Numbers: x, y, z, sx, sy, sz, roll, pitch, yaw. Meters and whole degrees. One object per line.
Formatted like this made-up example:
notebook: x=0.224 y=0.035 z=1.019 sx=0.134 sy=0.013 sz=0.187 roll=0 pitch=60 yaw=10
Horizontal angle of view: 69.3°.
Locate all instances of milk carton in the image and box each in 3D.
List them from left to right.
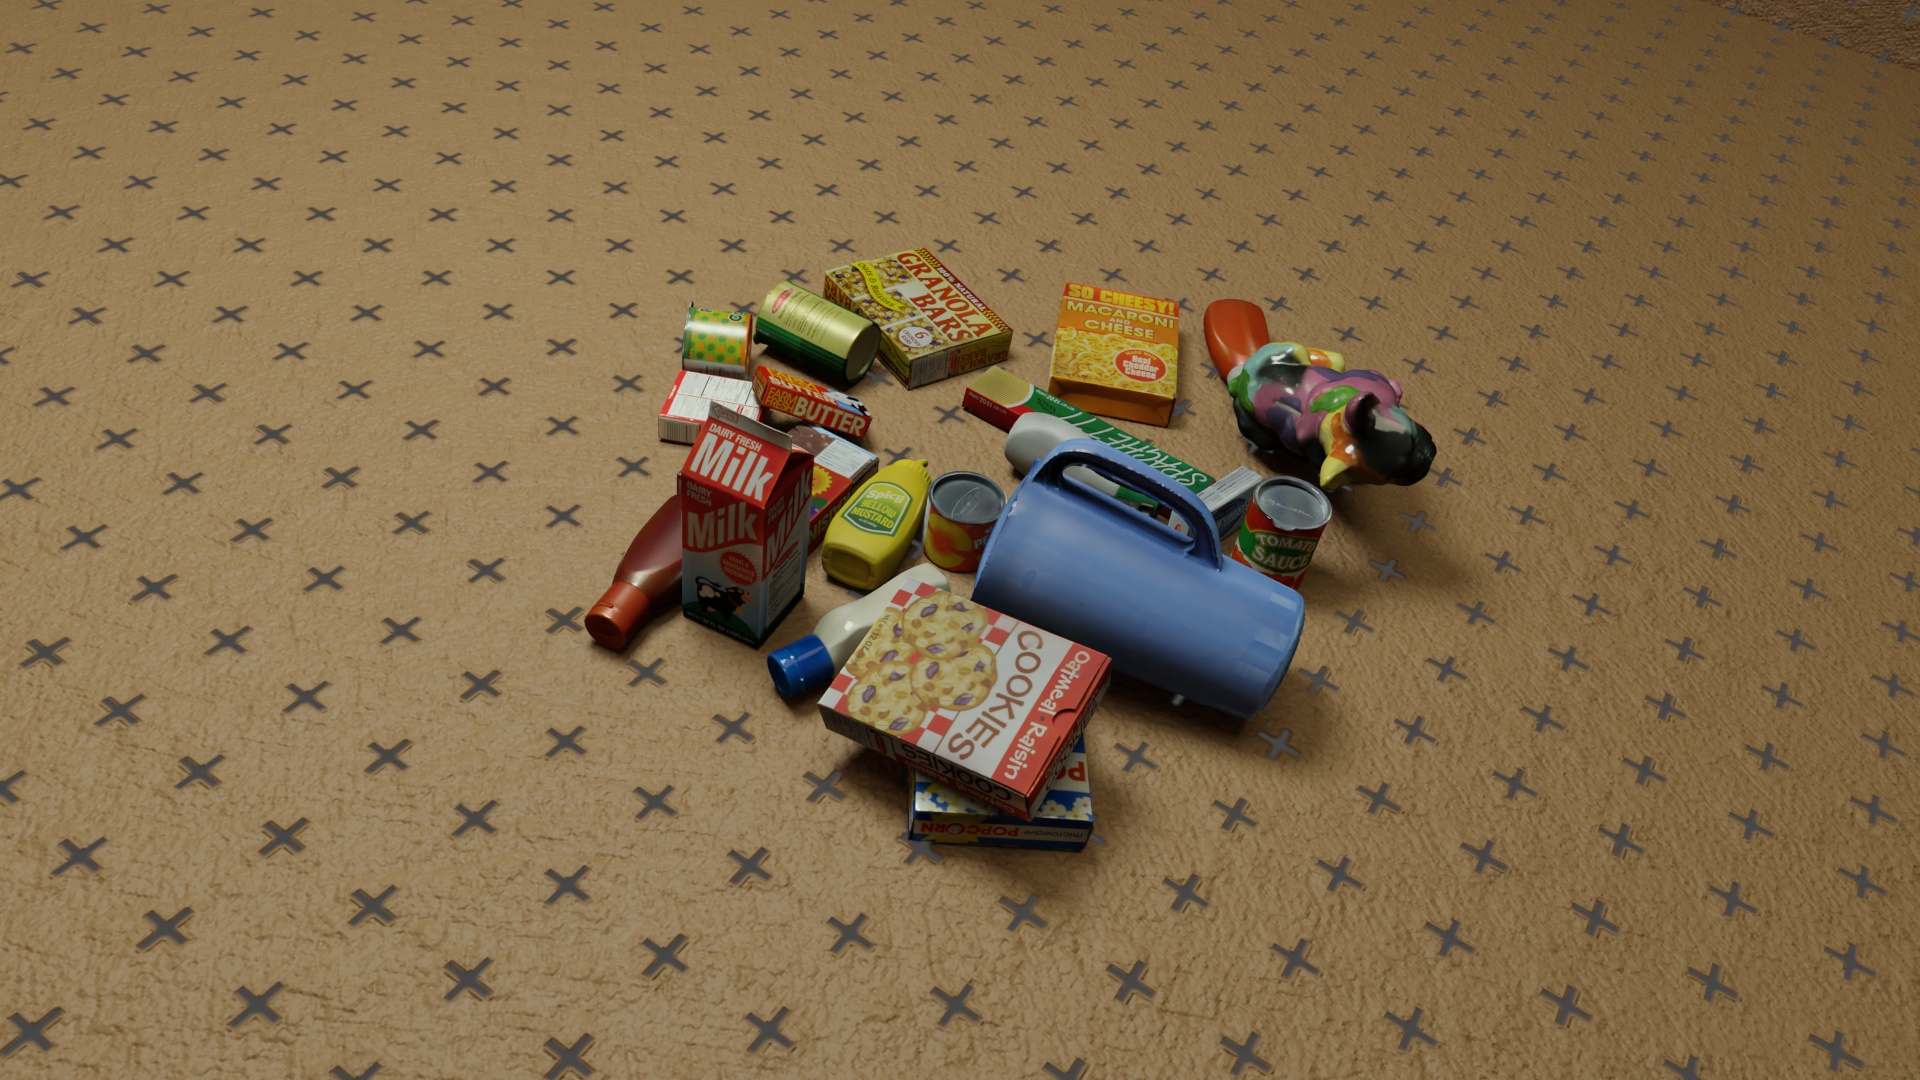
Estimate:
milk carton: x=-0.160 y=-0.017 z=1.041 sx=0.072 sy=0.189 sz=0.074 roll=24 pitch=44 yaw=14

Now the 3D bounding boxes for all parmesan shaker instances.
parmesan shaker: x=-0.137 y=-0.196 z=1.330 sx=0.103 sy=0.071 sz=0.072 roll=28 pitch=45 yaw=17

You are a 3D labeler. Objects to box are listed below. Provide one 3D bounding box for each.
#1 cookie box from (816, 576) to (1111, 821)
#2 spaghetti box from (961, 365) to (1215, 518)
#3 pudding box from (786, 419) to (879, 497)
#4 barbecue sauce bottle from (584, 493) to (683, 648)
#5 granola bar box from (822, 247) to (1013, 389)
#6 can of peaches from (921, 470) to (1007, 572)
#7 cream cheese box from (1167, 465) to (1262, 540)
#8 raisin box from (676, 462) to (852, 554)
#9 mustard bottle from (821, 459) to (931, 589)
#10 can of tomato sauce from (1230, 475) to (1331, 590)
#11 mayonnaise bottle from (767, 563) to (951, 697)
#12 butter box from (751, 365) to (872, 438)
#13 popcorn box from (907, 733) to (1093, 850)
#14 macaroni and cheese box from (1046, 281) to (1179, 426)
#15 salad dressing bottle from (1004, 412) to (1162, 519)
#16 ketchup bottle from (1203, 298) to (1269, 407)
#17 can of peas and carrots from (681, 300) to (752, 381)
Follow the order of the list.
cookie box: x=0.004 y=0.107 z=0.973 sx=0.167 sy=0.040 sz=0.123 roll=21 pitch=57 yaw=23
spaghetti box: x=0.118 y=-0.090 z=1.292 sx=0.250 sy=0.028 sz=0.050 roll=30 pitch=47 yaw=20
pudding box: x=-0.119 y=-0.069 z=1.222 sx=0.084 sy=0.030 sz=0.050 roll=26 pitch=46 yaw=17
barbecue sauce bottle: x=-0.239 y=0.023 z=1.091 sx=0.065 sy=0.043 sz=0.149 roll=13 pitch=42 yaw=19
granola bar box: x=-0.045 y=-0.228 z=1.400 sx=0.125 sy=0.038 sz=0.166 roll=-20 pitch=51 yaw=-29
can of peaches: x=0.004 y=-0.015 z=1.168 sx=0.071 sy=0.057 sz=0.071 roll=6 pitch=42 yaw=-6
cream cheese box: x=0.222 y=-0.022 z=1.222 sx=0.104 sy=0.053 sz=0.024 roll=-29 pitch=54 yaw=-35
raisin box: x=-0.165 y=-0.039 z=1.175 sx=0.123 sy=0.039 sz=0.086 roll=25 pitch=44 yaw=17
mustard bottle: x=-0.061 y=-0.026 z=1.174 sx=0.065 sy=0.048 sz=0.161 roll=21 pitch=44 yaw=9
can of tomato sauce: x=0.272 y=-0.002 z=1.187 sx=0.071 sy=0.082 sz=0.071 roll=6 pitch=43 yaw=-5
mayonnaise bottle: x=-0.075 y=0.072 z=1.059 sx=0.149 sy=0.064 sz=0.041 roll=-25 pitch=44 yaw=-27
butter box: x=-0.134 y=-0.124 z=1.247 sx=0.103 sy=0.024 sz=0.053 roll=17 pitch=17 yaw=-26
popcorn box: x=0.027 y=0.172 z=0.987 sx=0.127 sy=0.038 sz=0.085 roll=5 pitch=43 yaw=-6
macaroni and cheese box: x=0.154 y=-0.189 z=1.396 sx=0.124 sy=0.040 sz=0.167 roll=11 pitch=43 yaw=1
salad dressing bottle: x=0.113 y=-0.064 z=1.238 sx=0.148 sy=0.064 sz=0.044 roll=27 pitch=43 yaw=14
ketchup bottle: x=0.287 y=-0.189 z=1.419 sx=0.065 sy=0.043 sz=0.149 roll=6 pitch=43 yaw=-3
can of peas and carrots: x=-0.226 y=-0.184 z=1.295 sx=0.059 sy=0.070 sz=0.071 roll=6 pitch=43 yaw=-6
